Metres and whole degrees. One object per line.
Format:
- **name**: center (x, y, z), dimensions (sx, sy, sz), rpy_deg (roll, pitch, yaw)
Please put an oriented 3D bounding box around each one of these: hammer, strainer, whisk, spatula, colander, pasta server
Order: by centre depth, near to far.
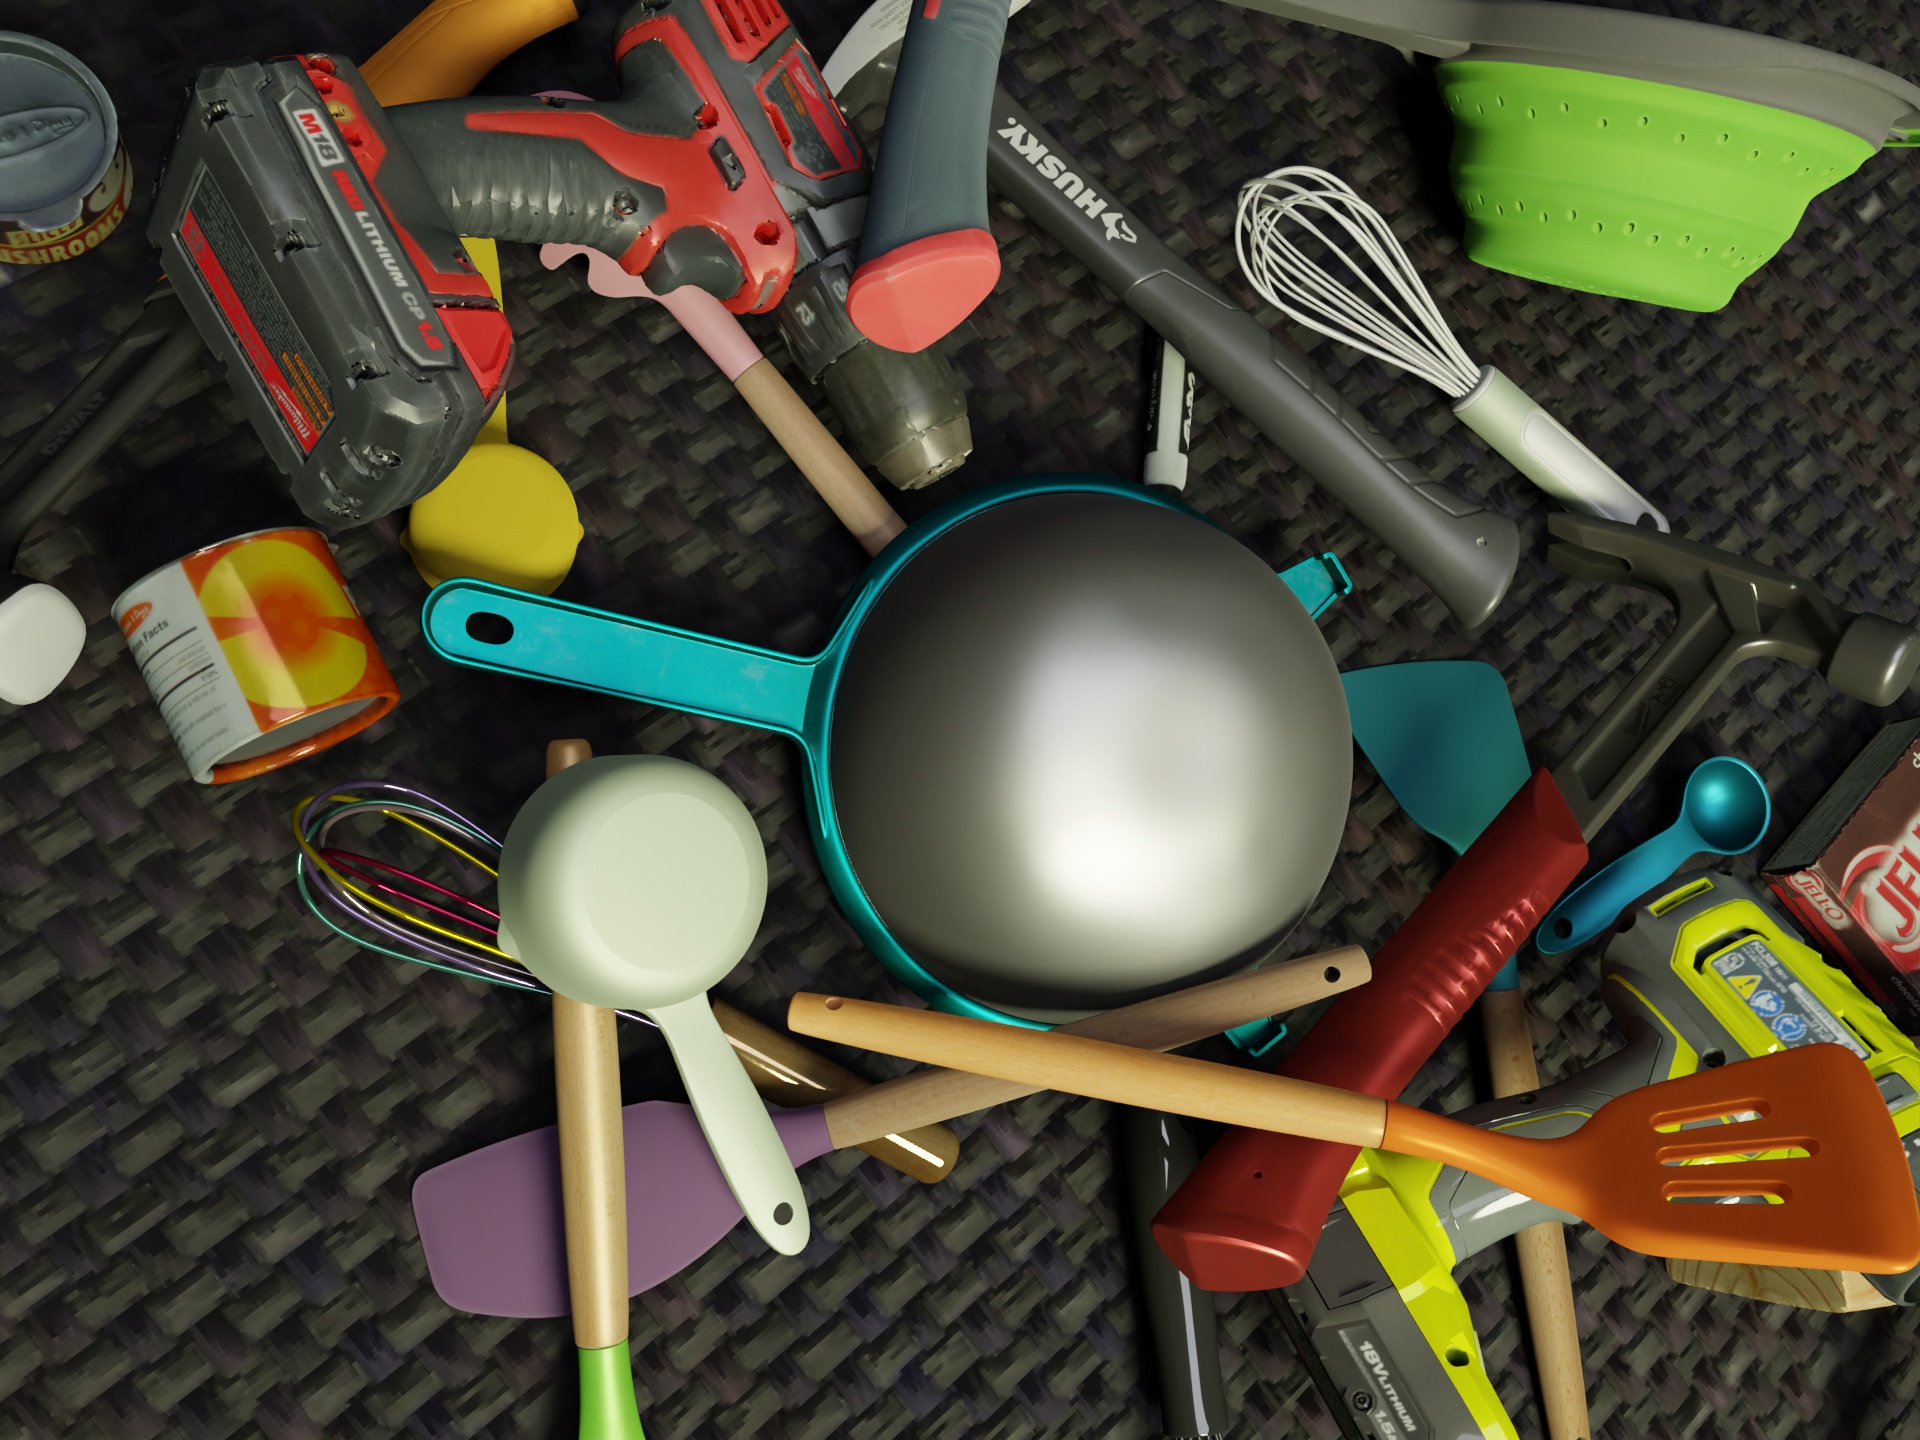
- **spatula**: center (0.104, 0.110, 0.478), dimensions (0.322, 0.041, 0.081), rpy_deg (9, 37, 9)
- **spatula**: center (-0.017, 0.126, 0.513), dimensions (0.316, 0.018, 0.060), rpy_deg (-17, 87, -4)
- **hammer**: center (-0.234, -0.155, 0.517), dimensions (0.127, 0.034, 0.337), rpy_deg (19, 61, 23)
- **whisk**: center (-0.106, 0.092, 0.518), dimensions (0.245, 0.047, 0.051), rpy_deg (32, 78, -13)
- **strainer**: center (-0.001, -0.002, 0.524), dimensions (0.340, 0.095, 0.211), rpy_deg (13, 83, -20)
- **whisk**: center (0.083, 0.242, 0.547), dimensions (0.055, 0.055, 0.239), rpy_deg (-1, 74, -18)
- **hammer**: center (0.187, 0.053, 0.569), dimensions (0.359, 0.149, 0.036), rpy_deg (-42, 137, -22)
- **hammer**: center (-0.007, -0.294, 0.569), dimensions (0.143, 0.038, 0.387), rpy_deg (3, 63, 13)
- **pasta server**: center (-0.062, -0.105, 0.585), dimensions (0.060, 0.040, 0.316), rpy_deg (-42, 97, -21)
- **hammer**: center (0.081, -0.158, 0.614), dimensions (0.335, 0.035, 0.146), rpy_deg (44, 68, 4)
- **spatula**: center (0.211, 0.131, 0.625), dimensions (0.082, 0.044, 0.317), rpy_deg (-6, 85, -18)
- **colander**: center (0.197, -0.240, 0.648), dimensions (0.397, 0.205, 0.094), rpy_deg (10, 108, -9)
- **whisk**: center (0.211, -0.146, 0.672), dimensions (0.246, 0.059, 0.058), rpy_deg (36, 82, -13)

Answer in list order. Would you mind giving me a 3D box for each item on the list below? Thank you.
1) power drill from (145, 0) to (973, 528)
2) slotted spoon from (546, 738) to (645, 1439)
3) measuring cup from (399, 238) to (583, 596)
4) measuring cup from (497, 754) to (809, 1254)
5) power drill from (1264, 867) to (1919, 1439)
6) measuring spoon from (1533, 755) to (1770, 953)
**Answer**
- **power drill**: center (-0.105, -0.135, 0.501), dimensions (0.227, 0.080, 0.188), rpy_deg (-32, 94, -39)
- **slotted spoon**: center (-0.108, 0.162, 0.484), dimensions (0.070, 0.031, 0.314), rpy_deg (-4, 89, -20)
- **measuring cup**: center (-0.165, -0.116, 0.549), dimensions (0.062, 0.029, 0.156), rpy_deg (-5, 82, -19)
- **measuring cup**: center (-0.075, 0.088, 0.473), dimensions (0.083, 0.038, 0.167), rpy_deg (-28, 99, -33)
- **power drill**: center (0.222, 0.169, 0.523), dimensions (0.228, 0.080, 0.191), rpy_deg (-26, 47, -3)
- **measuring spoon**: center (0.286, 0.060, 0.671), dimensions (0.128, 0.021, 0.042), rpy_deg (-33, 90, -12)
